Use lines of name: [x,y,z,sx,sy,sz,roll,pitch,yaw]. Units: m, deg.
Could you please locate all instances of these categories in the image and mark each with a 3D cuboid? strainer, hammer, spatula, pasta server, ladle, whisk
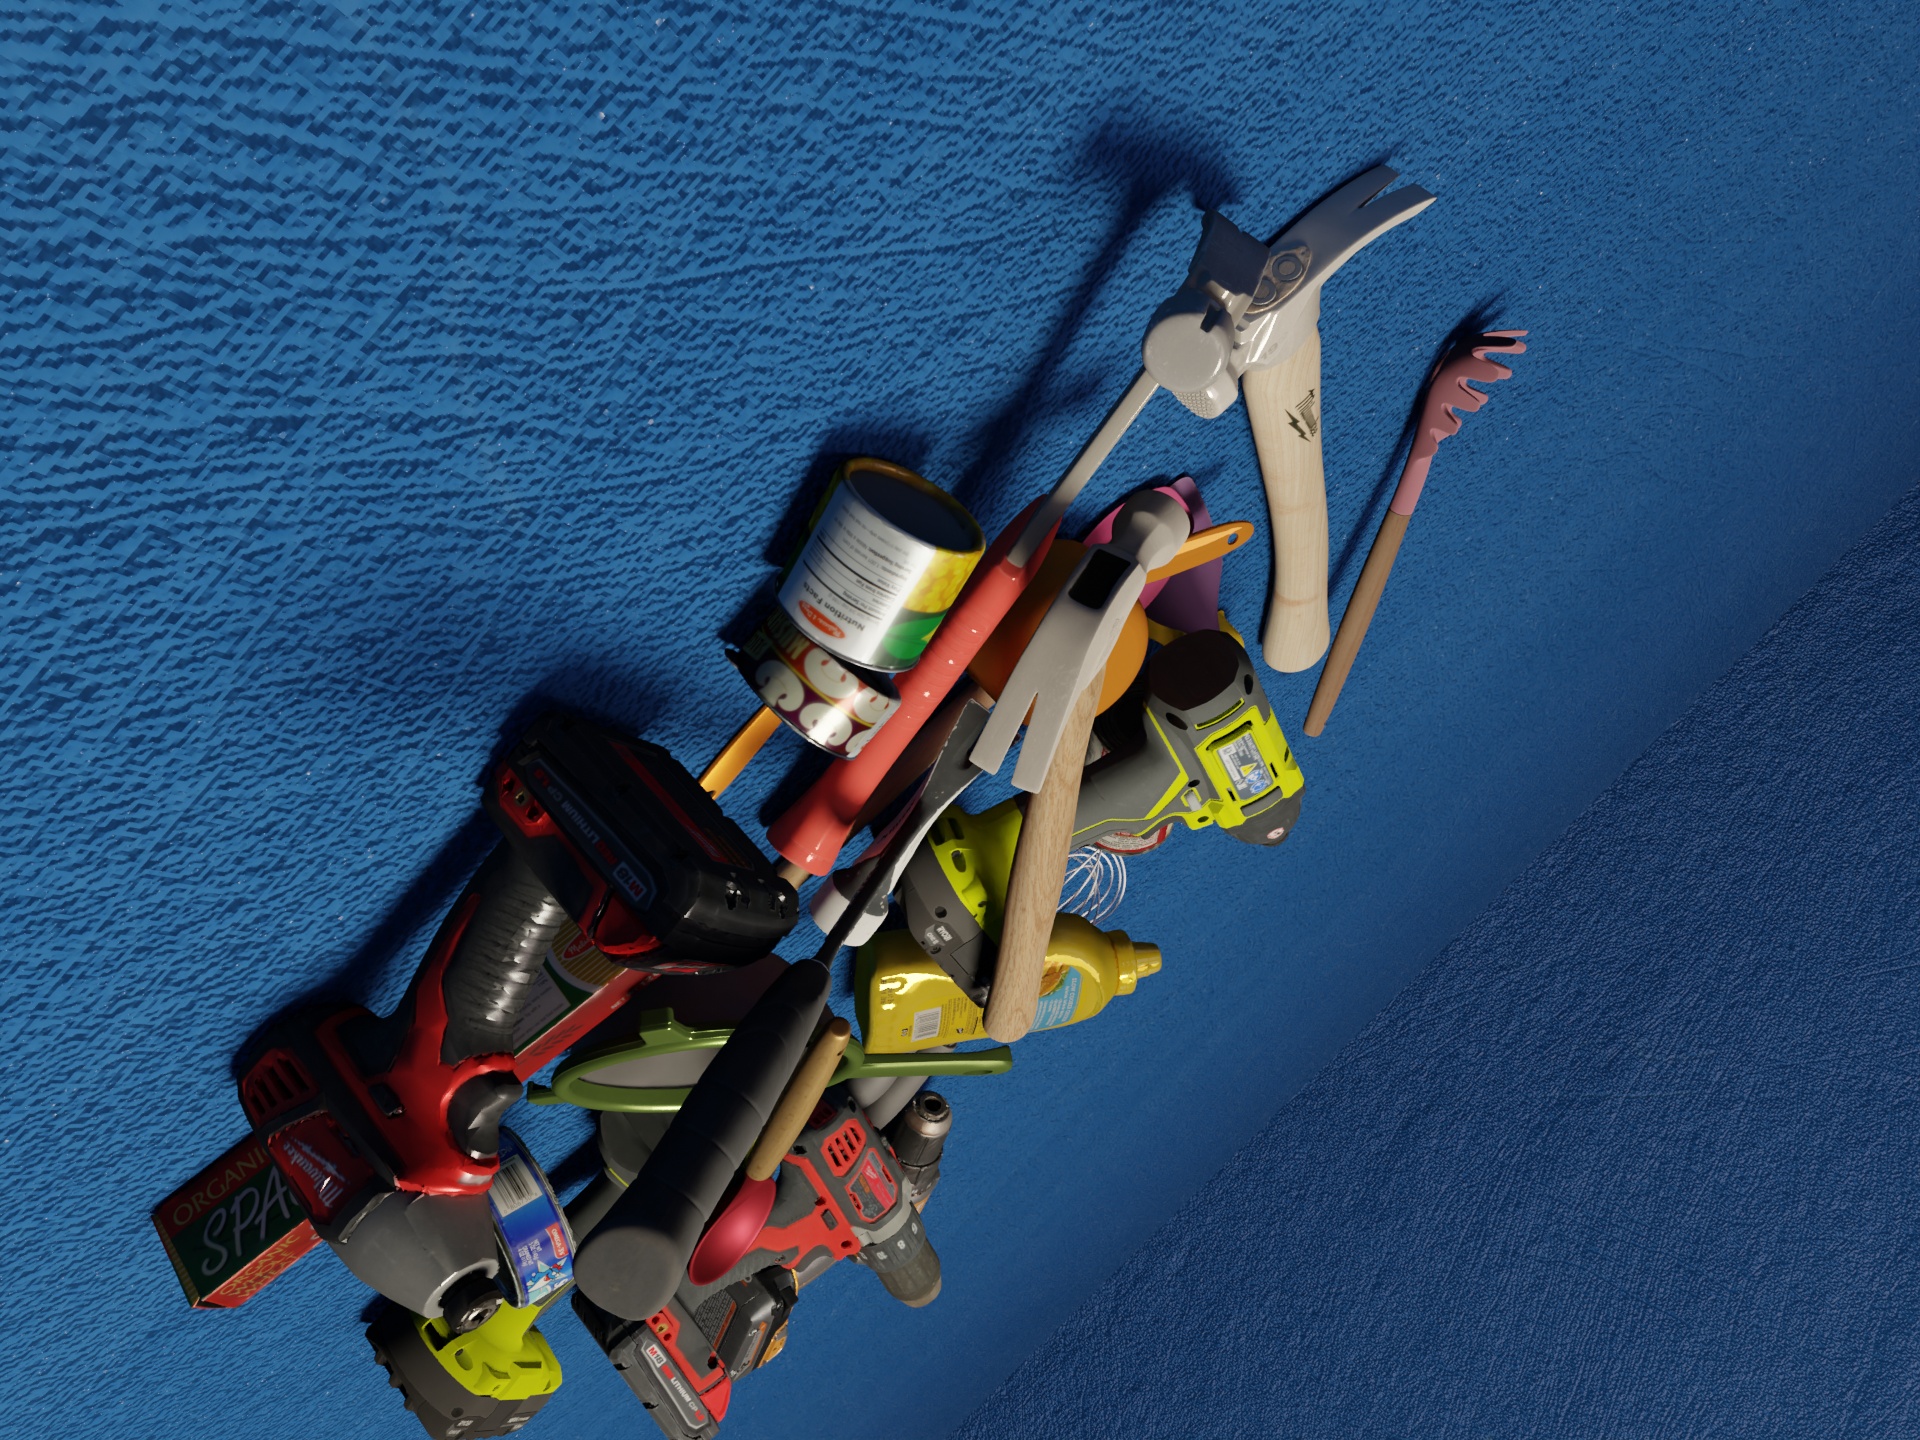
strainer: [-0.082,0.151,0.813,0.256,0.069,0.151,8,152,-34]
hammer: [-0.054,0.097,0.622,0.149,0.036,0.409,-53,-179,18]
spatula: [0.151,-0.033,0.941,0.060,0.018,0.315,-39,142,-3]
pasta server: [0.277,-0.108,1.010,0.060,0.040,0.316,-41,152,-44]
ladle: [-0.098,0.220,0.809,0.069,0.031,0.315,-40,166,-37]
hammer: [0.013,-0.058,0.700,0.359,0.036,0.149,-52,-173,33]
whisk: [-0.011,0.228,1.142,0.239,0.055,0.055,-49,155,22]
whisk: [0.004,0.174,1.072,0.284,0.070,0.070,-47,155,19]
hammer: [0.196,-0.132,0.894,0.146,0.038,0.410,-43,156,-5]
hammer: [0.039,0.054,0.745,0.130,0.031,0.331,-51,159,-38]

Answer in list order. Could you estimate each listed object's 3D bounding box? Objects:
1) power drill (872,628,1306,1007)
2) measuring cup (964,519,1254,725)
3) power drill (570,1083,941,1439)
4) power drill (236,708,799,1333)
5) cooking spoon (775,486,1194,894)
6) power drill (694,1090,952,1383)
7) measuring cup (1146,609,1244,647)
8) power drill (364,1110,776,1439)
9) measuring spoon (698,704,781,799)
power drill: [0.080,0.062,0.881,0.223,0.080,0.171,-30,138,5]
measuring cup: [0.085,-0.054,0.786,0.173,0.052,0.095,-23,135,-16]
power drill: [-0.123,0.378,1.070,0.227,0.080,0.187,-37,117,-22]
power drill: [-0.173,0.117,0.611,0.219,0.143,0.078,-49,154,6]
cooking spoon: [-0.001,-0.003,0.820,0.319,0.017,0.068,-44,137,2]
power drill: [-0.101,0.383,1.212,0.226,0.084,0.185,-23,146,-45]
measuring cup: [0.130,-0.045,0.937,0.062,0.029,0.156,-48,156,9]
power drill: [-0.209,0.306,0.930,0.228,0.080,0.190,-43,157,-7]
measuring spoon: [-0.085,0.003,0.714,0.117,0.011,0.021,-48,155,9]
